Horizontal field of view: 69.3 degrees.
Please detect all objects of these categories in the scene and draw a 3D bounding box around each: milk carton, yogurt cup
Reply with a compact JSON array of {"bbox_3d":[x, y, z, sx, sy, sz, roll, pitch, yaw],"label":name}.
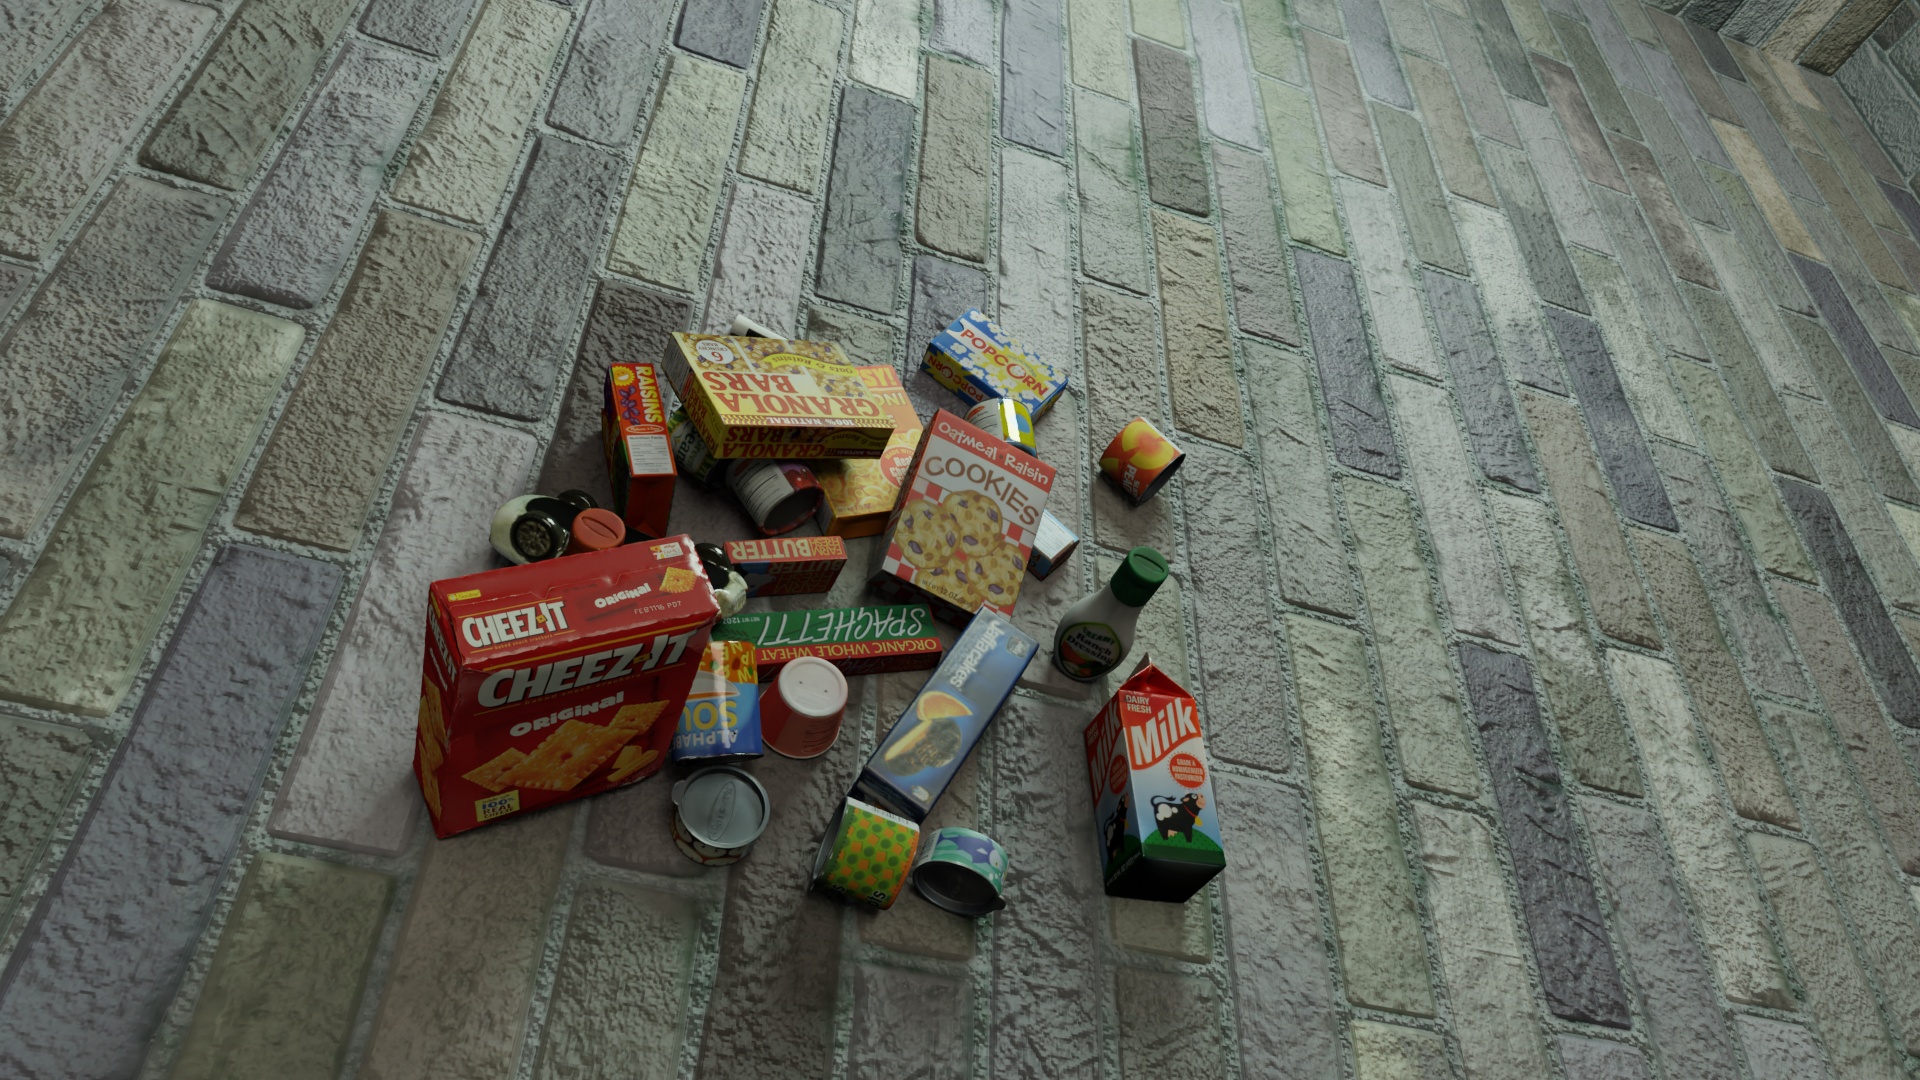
[{"bbox_3d":[0.152,0.187,1.127,0.073,0.072,0.191,10,49,-17],"label":"milk carton"},{"bbox_3d":[-0.119,0.125,1.064,0.072,0.053,0.073,13,49,-15],"label":"yogurt cup"}]

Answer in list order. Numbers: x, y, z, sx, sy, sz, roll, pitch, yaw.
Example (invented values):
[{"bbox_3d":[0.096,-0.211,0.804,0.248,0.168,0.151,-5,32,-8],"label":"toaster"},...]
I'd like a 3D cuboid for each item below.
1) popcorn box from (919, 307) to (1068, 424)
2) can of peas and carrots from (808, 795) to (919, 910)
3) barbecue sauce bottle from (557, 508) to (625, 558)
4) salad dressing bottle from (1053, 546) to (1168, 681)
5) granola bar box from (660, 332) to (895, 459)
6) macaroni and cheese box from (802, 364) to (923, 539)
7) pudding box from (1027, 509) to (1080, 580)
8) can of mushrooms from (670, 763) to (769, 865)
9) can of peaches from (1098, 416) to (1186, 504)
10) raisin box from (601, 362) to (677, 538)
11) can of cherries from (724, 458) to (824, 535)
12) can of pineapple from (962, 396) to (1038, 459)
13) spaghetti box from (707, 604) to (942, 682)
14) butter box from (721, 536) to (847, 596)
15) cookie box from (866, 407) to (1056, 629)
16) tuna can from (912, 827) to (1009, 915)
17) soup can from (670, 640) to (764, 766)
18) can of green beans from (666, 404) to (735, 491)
[{"bbox_3d":[0.035,-0.168,1.394,0.127,0.038,0.085,38,48,8],"label":"popcorn box"},{"bbox_3d":[-0.069,0.227,0.996,0.059,0.070,0.071,23,47,-7],"label":"can of peas and carrots"},{"bbox_3d":[-0.272,0.036,1.002,0.065,0.147,0.044,31,46,1],"label":"barbecue sauce bottle"},{"bbox_3d":[0.127,0.062,1.168,0.064,0.146,0.044,29,46,0],"label":"salad dressing bottle"},{"bbox_3d":[-0.155,-0.121,1.180,0.166,0.038,0.124,-2,44,-38],"label":"granola bar box"},{"bbox_3d":[-0.091,-0.082,1.261,0.124,0.040,0.167,-8,57,-30],"label":"macaroni and cheese box"},{"bbox_3d":[0.063,-0.008,1.279,0.084,0.030,0.050,41,48,11],"label":"pudding box"},{"bbox_3d":[-0.175,0.195,0.993,0.071,0.033,0.071,13,49,-15],"label":"can of mushrooms"},{"bbox_3d":[0.177,-0.078,1.367,0.058,0.071,0.071,44,48,14],"label":"can of peaches"},{"bbox_3d":[-0.266,-0.073,1.140,0.040,0.085,0.124,-4,54,-22],"label":"raisin box"},{"bbox_3d":[-0.156,-0.046,1.184,0.072,0.071,0.058,-22,64,-37],"label":"can of cherries"},{"bbox_3d":[0.039,-0.092,1.314,0.071,0.070,0.058,8,50,-19],"label":"can of pineapple"},{"bbox_3d":[-0.133,0.084,1.110,0.251,0.028,0.050,-2,55,-26],"label":"spaghetti box"},{"bbox_3d":[-0.149,0.022,1.138,0.104,0.052,0.024,-3,56,-27],"label":"butter box"},{"bbox_3d":[0.004,-0.015,1.207,0.123,0.040,0.168,27,62,-15],"label":"cookie box"},{"bbox_3d":[0.003,0.242,1.014,0.071,0.070,0.033,26,46,-3],"label":"tuna can"},{"bbox_3d":[-0.181,0.119,1.011,0.071,0.071,0.084,0,76,-25],"label":"soup can"},{"bbox_3d":[-0.214,-0.085,1.188,0.058,0.071,0.071,39,47,10],"label":"can of green beans"}]
